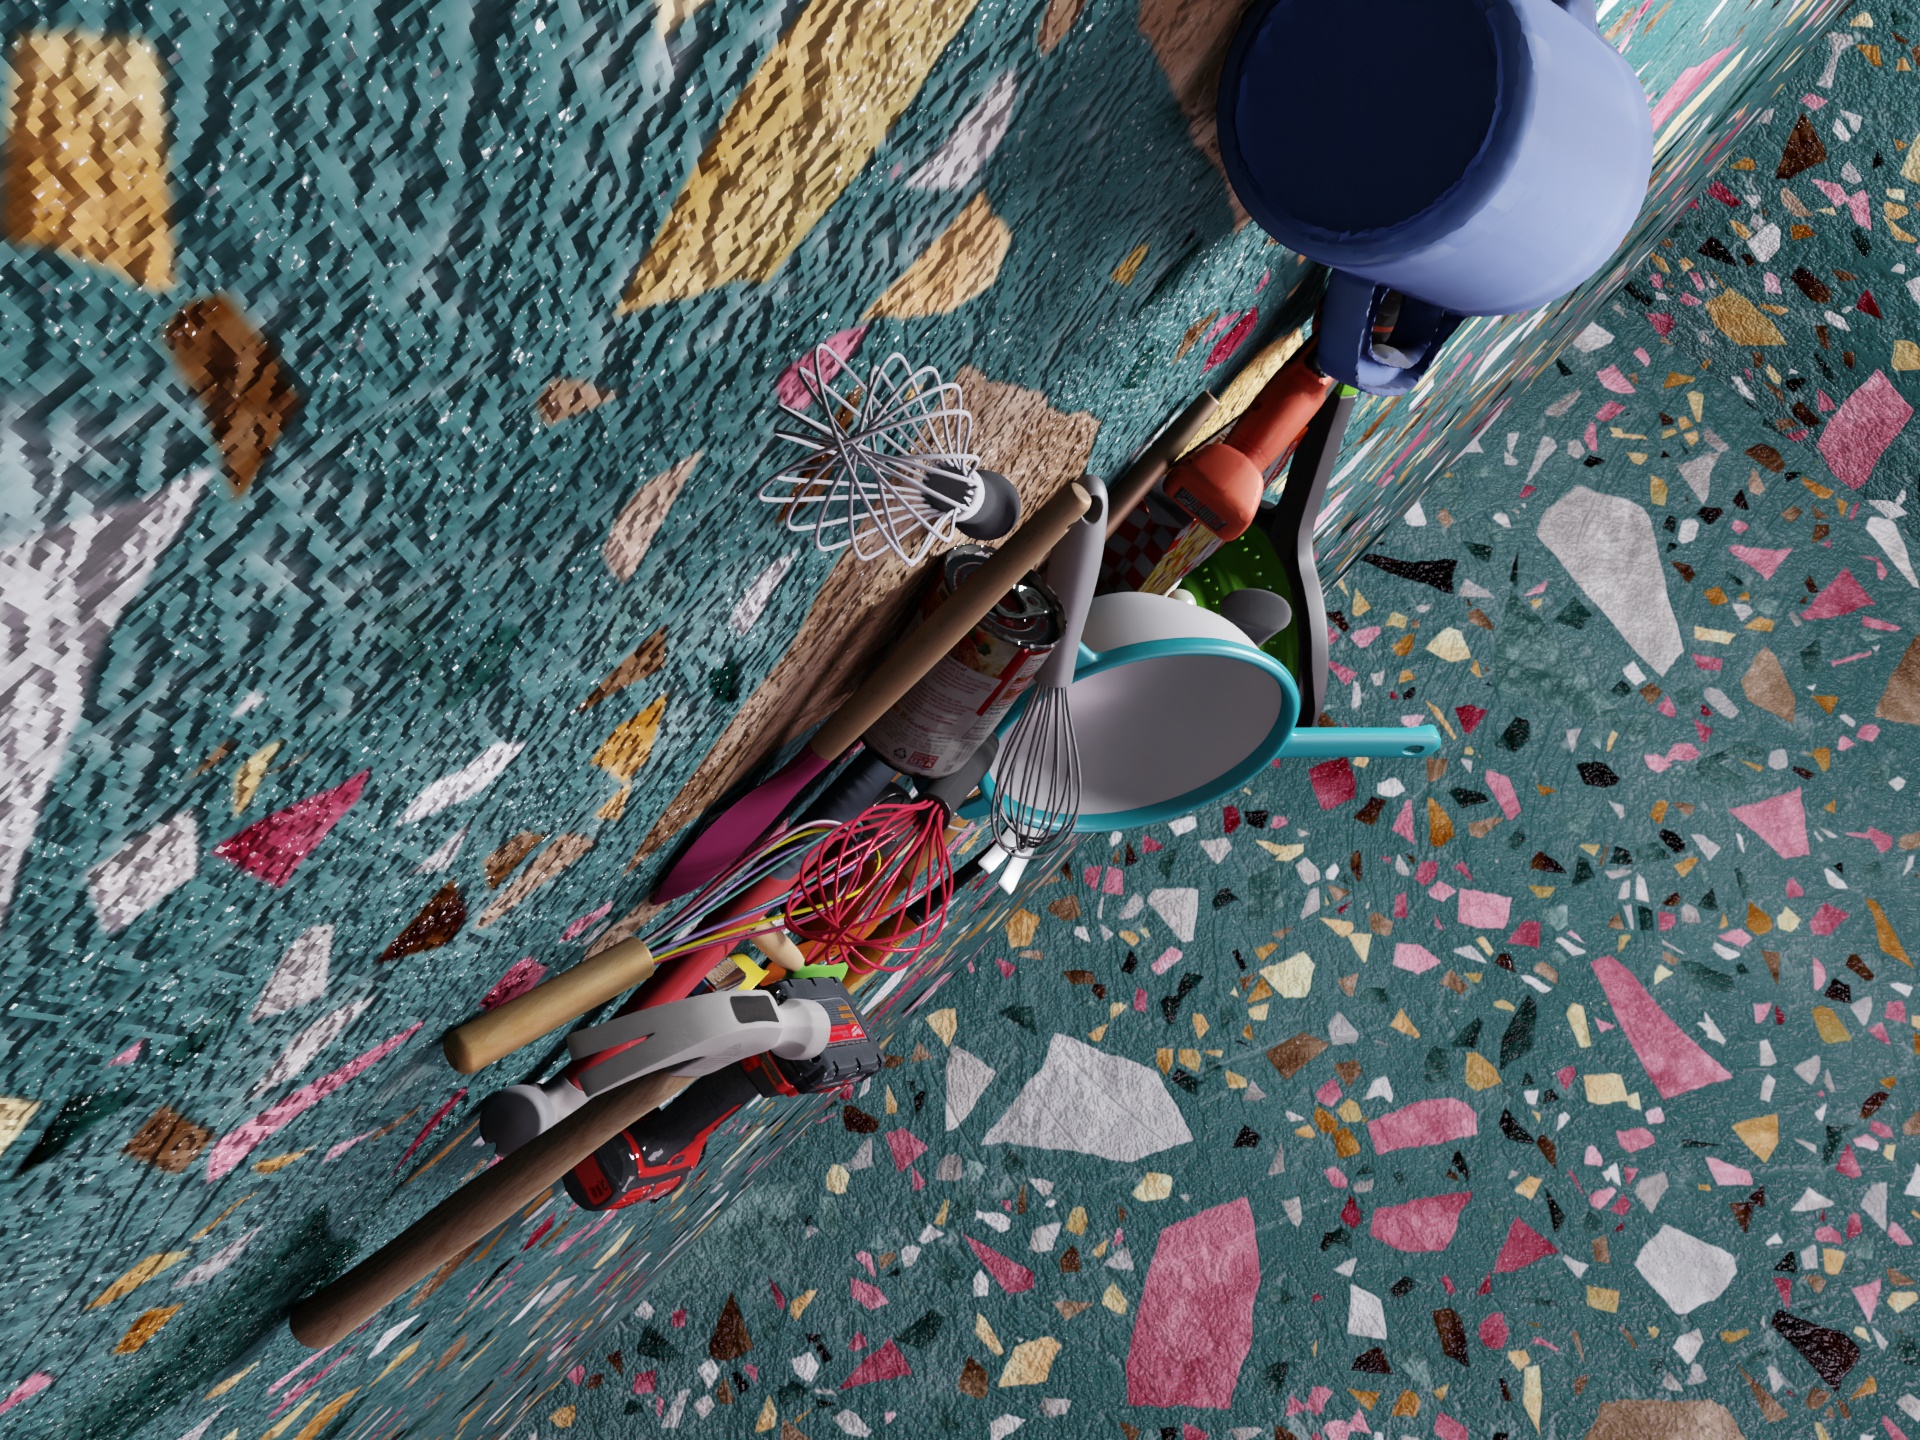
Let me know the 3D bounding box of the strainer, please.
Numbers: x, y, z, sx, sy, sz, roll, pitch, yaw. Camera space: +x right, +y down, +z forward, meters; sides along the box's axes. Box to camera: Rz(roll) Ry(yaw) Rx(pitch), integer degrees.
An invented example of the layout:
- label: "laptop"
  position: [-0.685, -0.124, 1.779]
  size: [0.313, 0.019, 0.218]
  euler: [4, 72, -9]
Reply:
- label: "strainer"
  position: [0.164, -0.017, 1.056]
  size: [0.340, 0.095, 0.211]
  euler: [1, 145, -22]

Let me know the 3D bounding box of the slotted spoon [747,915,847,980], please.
- label: "slotted spoon"
  position: [-0.125, 0.167, 1.124]
  size: [0.070, 0.031, 0.313]
  euler: [-21, 162, -3]

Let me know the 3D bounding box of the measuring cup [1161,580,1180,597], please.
- label: "measuring cup"
  position: [0.100, -0.054, 1.200]
  size: [0.167, 0.038, 0.083]
  euler: [-49, 170, 5]

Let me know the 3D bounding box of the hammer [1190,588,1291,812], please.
- label: "hammer"
  position: [0.170, -0.011, 1.243]
  size: [0.408, 0.149, 0.036]
  euler: [120, -8, -70]

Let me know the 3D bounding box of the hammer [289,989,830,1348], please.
- label: "hammer"
  position: [-0.224, 0.231, 0.807]
  size: [0.331, 0.031, 0.130]
  euler: [-37, 153, 17]

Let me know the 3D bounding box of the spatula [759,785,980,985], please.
- label: "spatula"
  position: [-0.039, 0.106, 1.298]
  size: [0.323, 0.041, 0.081]
  euler: [-46, 173, -27]

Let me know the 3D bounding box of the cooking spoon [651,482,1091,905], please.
- label: "cooking spoon"
  position: [-0.050, -0.001, 0.746]
  size: [0.319, 0.017, 0.069]
  euler: [-43, 173, 30]

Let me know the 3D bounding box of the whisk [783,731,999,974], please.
- label: "whisk"
  position: [-0.020, 0.054, 0.815]
  size: [0.073, 0.073, 0.296]
  euler: [-50, 180, 21]

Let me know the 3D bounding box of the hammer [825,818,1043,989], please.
- label: "hammer"
  position: [-0.058, 0.178, 1.300]
  size: [0.337, 0.034, 0.127]
  euler: [-41, -173, 30]

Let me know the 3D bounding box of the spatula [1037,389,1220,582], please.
- label: "spatula"
  position: [0.042, -0.070, 0.942]
  size: [0.316, 0.018, 0.060]
  euler: [-48, 174, 15]

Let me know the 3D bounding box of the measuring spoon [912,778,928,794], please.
- label: "measuring spoon"
  position: [-0.002, -0.003, 0.996]
  size: [0.129, 0.021, 0.042]
  euler: [-61, 179, -38]

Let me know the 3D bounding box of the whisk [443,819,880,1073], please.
- label: "whisk"
  position: [-0.133, 0.105, 0.767]
  size: [0.245, 0.047, 0.051]
  euler: [-26, 168, -38]

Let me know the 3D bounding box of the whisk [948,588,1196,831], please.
- label: "whisk"
  position: [0.072, -0.008, 1.138]
  size: [0.246, 0.059, 0.058]
  euler: [-41, -172, 12]

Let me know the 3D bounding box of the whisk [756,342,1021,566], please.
- label: "whisk"
  position: [-0.009, -0.087, 0.578]
  size: [0.070, 0.070, 0.284]
  euler: [-48, 175, 10]

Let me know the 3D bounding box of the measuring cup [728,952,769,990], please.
- label: "measuring cup"
  position: [-0.162, 0.181, 1.096]
  size: [0.062, 0.029, 0.156]
  euler: [-44, -178, -7]

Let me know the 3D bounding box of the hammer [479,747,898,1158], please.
- label: "hammer"
  position: [-0.109, 0.094, 0.908]
  size: [0.386, 0.038, 0.143]
  euler: [-46, 171, -1]

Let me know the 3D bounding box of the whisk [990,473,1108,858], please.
- label: "whisk"
  position: [0.055, -0.024, 0.893]
  size: [0.055, 0.055, 0.238]
  euler: [-33, 139, -52]

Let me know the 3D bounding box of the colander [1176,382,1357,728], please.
- label: "colander"
  position: [0.218, -0.127, 1.233]
  size: [0.094, 0.205, 0.396]
  euler: [-8, 140, -13]

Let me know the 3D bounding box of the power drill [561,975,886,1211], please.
- label: "power drill"
  position: [-0.172, 0.278, 1.159]
  size: [0.219, 0.079, 0.143]
  euler: [-36, 162, 13]
